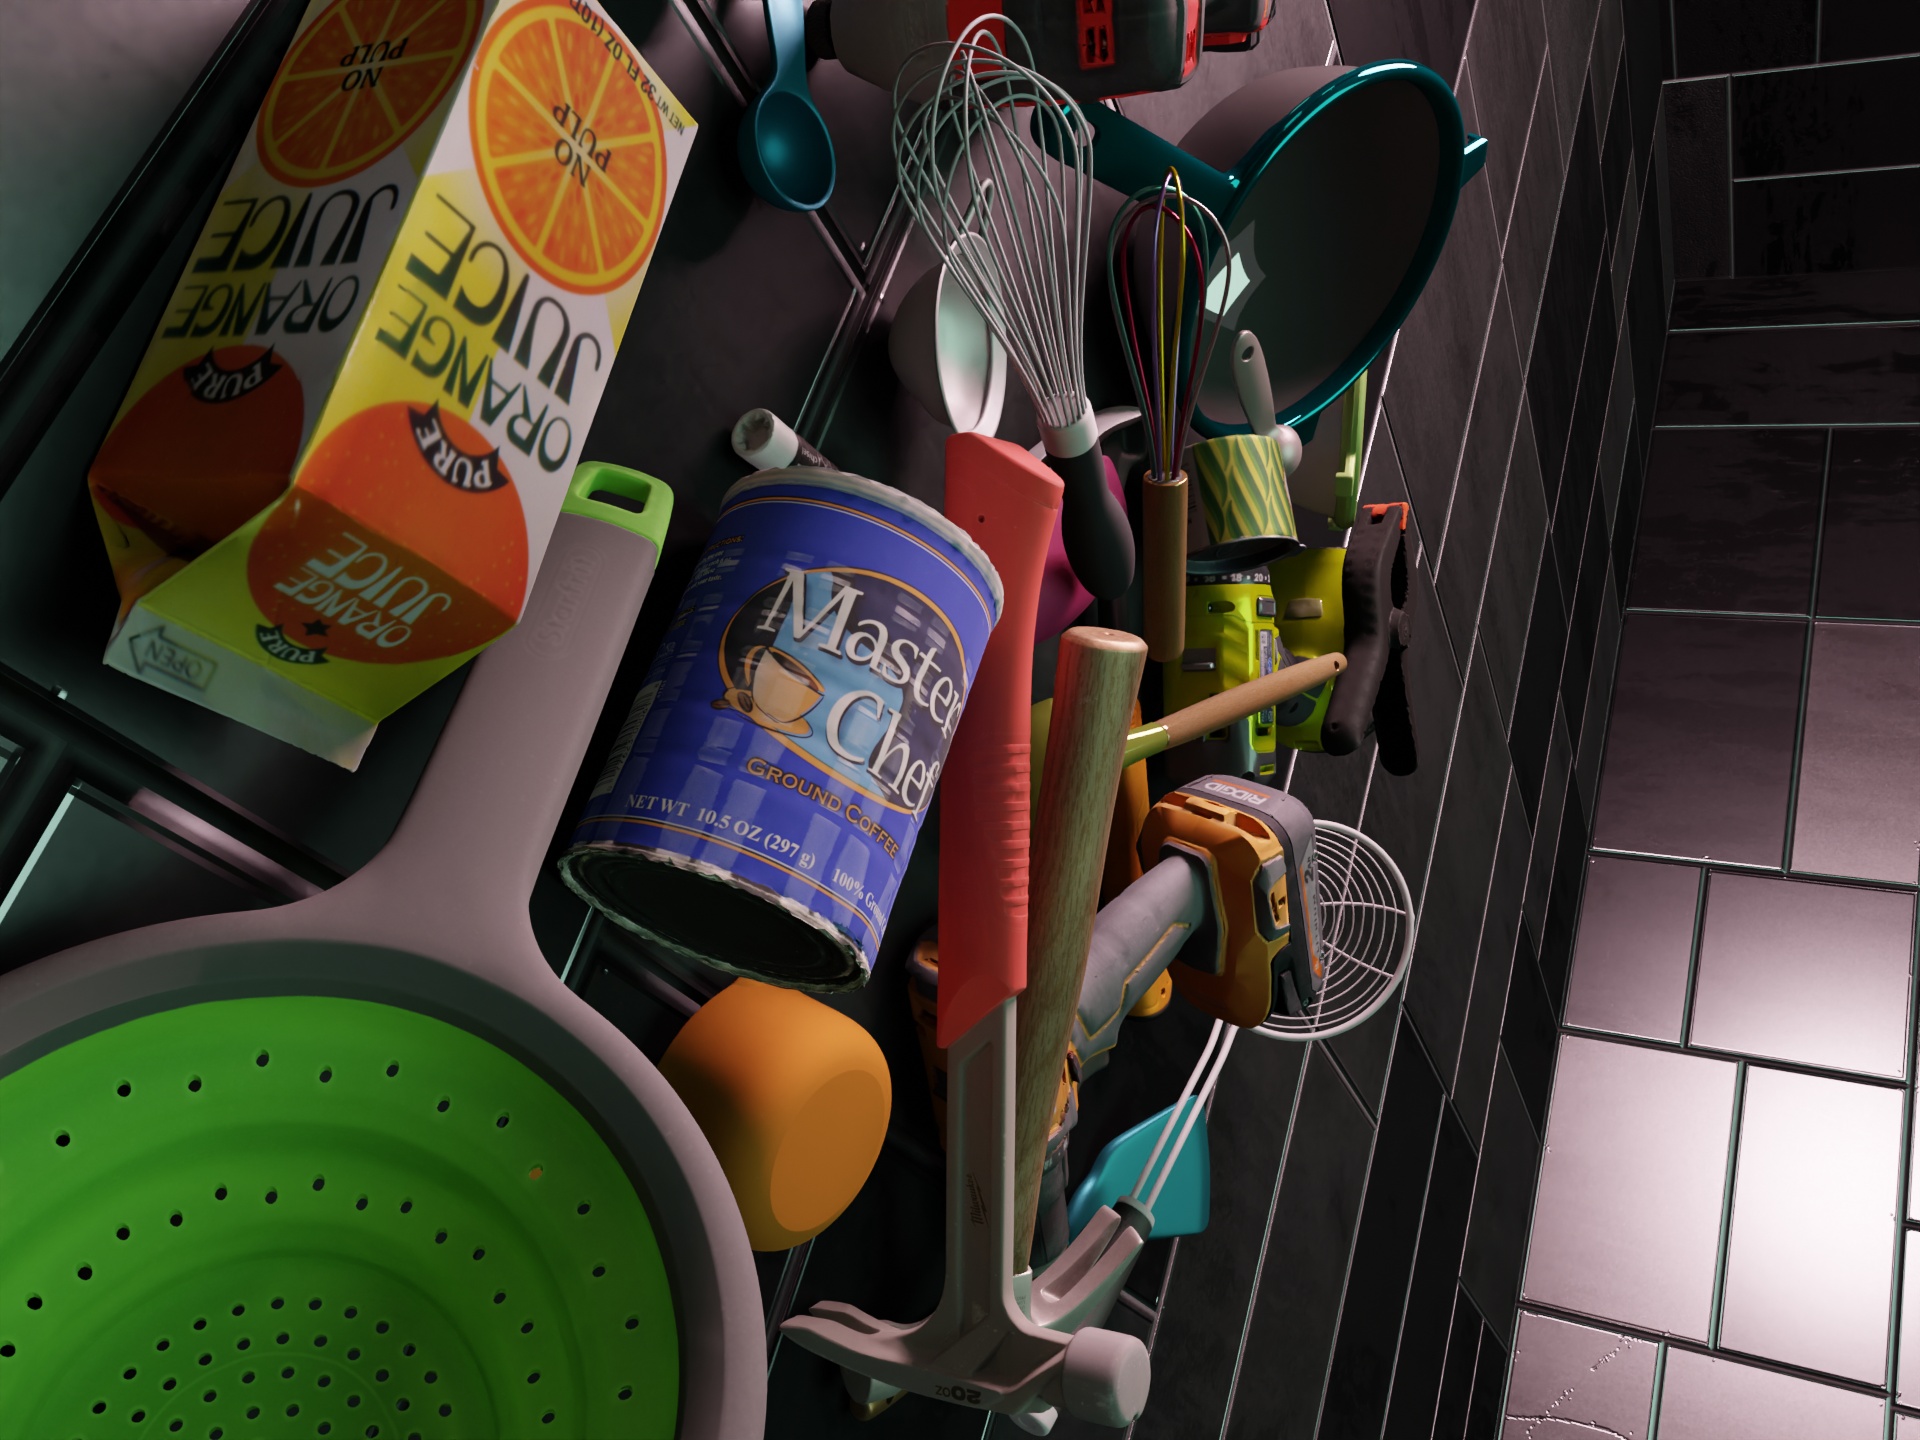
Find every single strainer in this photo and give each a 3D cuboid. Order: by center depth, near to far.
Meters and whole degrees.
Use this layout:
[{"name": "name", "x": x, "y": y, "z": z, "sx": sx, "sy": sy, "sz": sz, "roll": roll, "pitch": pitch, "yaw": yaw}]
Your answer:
[{"name": "strainer", "x": 0.004, "y": -0.084, "z": 0.644, "sx": 0.087, "sy": 0.050, "sz": 0.258, "roll": -18, "pitch": 101, "yaw": -69}, {"name": "strainer", "x": 0.122, "y": -0.262, "z": 0.800, "sx": 0.340, "sy": 0.095, "sz": 0.211, "roll": 3, "pitch": 123, "yaw": -50}, {"name": "strainer", "x": 0.221, "y": -0.250, "z": 1.004, "sx": 0.151, "sy": 0.069, "sz": 0.256, "roll": 8, "pitch": 84, "yaw": -78}]

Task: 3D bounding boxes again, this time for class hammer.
[{"name": "hammer", "x": 0.000, "y": 0.074, "z": 0.601, "sx": 0.036, "sy": 0.149, "sz": 0.359, "roll": -1, "pitch": 92, "yaw": -59}, {"name": "hammer", "x": 0.034, "y": 0.125, "z": 0.652, "sx": 0.130, "sy": 0.031, "sz": 0.331, "roll": 0, "pitch": 107, "yaw": -30}, {"name": "hammer", "x": 0.082, "y": 0.010, "z": 0.836, "sx": 0.127, "sy": 0.034, "sz": 0.336, "roll": -36, "pitch": 125, "yaw": -55}]

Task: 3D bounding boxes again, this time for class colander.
[{"name": "colander", "x": -0.139, "y": 0.090, "z": 0.390, "sx": 0.094, "sy": 0.204, "sz": 0.397, "roll": 114, "pitch": -10, "yaw": -47}]

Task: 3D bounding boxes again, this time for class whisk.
[{"name": "whisk", "x": 0.035, "y": -0.136, "z": 0.605, "sx": 0.284, "sy": 0.070, "sz": 0.070, "roll": 65, "pitch": 40, "yaw": -54}, {"name": "whisk", "x": 0.095, "y": -0.132, "z": 0.743, "sx": 0.051, "sy": 0.047, "sz": 0.244, "roll": -22, "pitch": 128, "yaw": -25}]

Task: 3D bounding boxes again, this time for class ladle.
[{"name": "ladle", "x": 0.124, "y": 0.001, "z": 0.801, "sx": 0.320, "sy": 0.062, "sz": 0.078, "roll": -19, "pitch": 98, "yaw": -46}]

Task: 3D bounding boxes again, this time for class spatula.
[{"name": "spatula", "x": 0.046, "y": 0.274, "z": 0.803, "sx": 0.317, "sy": 0.044, "sz": 0.082, "roll": -12, "pitch": 100, "yaw": -59}]

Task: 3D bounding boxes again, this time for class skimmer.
[{"name": "skimmer", "x": 0.132, "y": 0.202, "z": 0.831, "sx": 0.127, "sy": 0.090, "sz": 0.363, "roll": 42, "pitch": 52, "yaw": -5}]

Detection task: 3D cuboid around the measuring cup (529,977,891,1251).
[{"name": "measuring cup", "x": -0.088, "y": 0.143, "z": 0.523, "sx": 0.173, "sy": 0.052, "sz": 0.095, "roll": -5, "pitch": 109, "yaw": -56}]

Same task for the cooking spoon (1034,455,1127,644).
[{"name": "cooking spoon", "x": -0.001, "y": -0.002, "z": 0.667, "sx": 0.319, "sy": 0.017, "sz": 0.068, "roll": -54, "pitch": 137, "yaw": -32}]

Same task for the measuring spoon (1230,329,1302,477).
[{"name": "measuring spoon", "x": 0.164, "y": -0.165, "z": 0.849, "sx": 0.034, "sy": 0.018, "sz": 0.124, "roll": -44, "pitch": 148, "yaw": -4}]

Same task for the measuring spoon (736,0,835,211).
[{"name": "measuring spoon", "x": -0.068, "y": -0.239, "z": 0.553, "sx": 0.042, "sy": 0.021, "sz": 0.128, "roll": -5, "pitch": 89, "yaw": -54}]

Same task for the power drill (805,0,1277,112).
[{"name": "power drill", "x": 0.041, "y": -0.286, "z": 0.622, "sx": 0.220, "sy": 0.143, "sz": 0.078, "roll": -54, "pitch": 143, "yaw": -53}]

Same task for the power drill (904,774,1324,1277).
[{"name": "power drill", "x": 0.078, "y": 0.145, "z": 0.764, "sx": 0.226, "sy": 0.084, "sz": 0.185, "roll": -27, "pitch": 120, "yaw": -34}]

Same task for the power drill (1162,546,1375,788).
[{"name": "power drill", "x": 0.189, "y": -0.059, "z": 0.977, "sx": 0.228, "sy": 0.080, "sz": 0.190, "roll": -3, "pitch": 92, "yaw": -59}]
